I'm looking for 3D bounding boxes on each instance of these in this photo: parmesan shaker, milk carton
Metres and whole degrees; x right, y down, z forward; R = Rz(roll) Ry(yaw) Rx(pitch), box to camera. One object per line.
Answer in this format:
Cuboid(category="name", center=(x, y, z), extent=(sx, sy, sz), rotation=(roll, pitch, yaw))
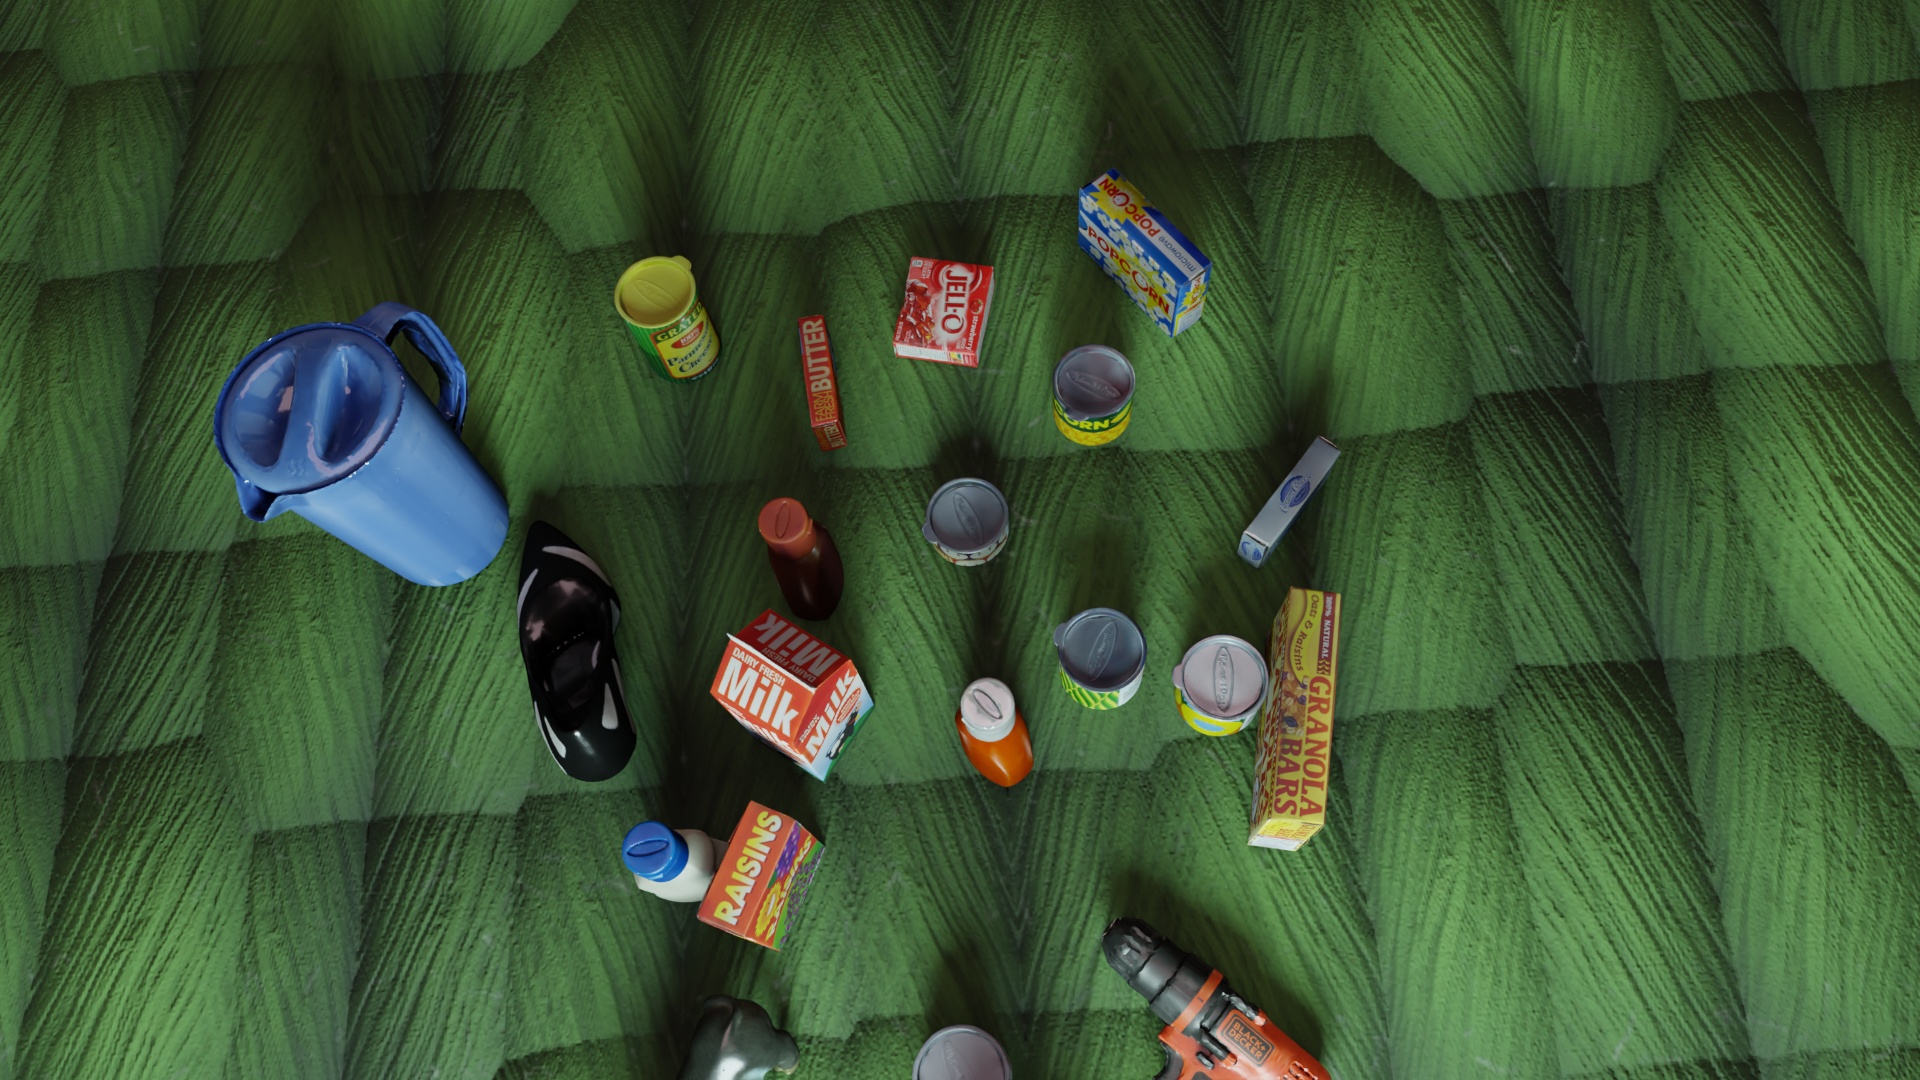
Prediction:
Cuboid(category="parmesan shaker", center=(-0.241, -0.185, 1.165), extent=(0.071, 0.102, 0.071), rotation=(-1, 69, 4))
Cuboid(category="milk carton", center=(-0.120, 0.110, 0.997), extent=(0.072, 0.190, 0.073), rotation=(30, 74, 14))

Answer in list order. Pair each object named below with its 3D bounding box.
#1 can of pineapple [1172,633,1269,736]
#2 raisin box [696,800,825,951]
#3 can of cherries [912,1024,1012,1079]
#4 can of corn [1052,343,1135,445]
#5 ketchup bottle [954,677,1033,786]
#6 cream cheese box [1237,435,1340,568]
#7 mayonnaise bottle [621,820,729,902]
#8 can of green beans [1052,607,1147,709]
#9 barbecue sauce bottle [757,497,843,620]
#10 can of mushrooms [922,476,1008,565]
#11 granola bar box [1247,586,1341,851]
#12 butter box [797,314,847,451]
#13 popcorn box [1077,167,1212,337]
Cuboid(category="can of pineapple", center=(0.194, 0.109, 1.046), extent=(0.071, 0.057, 0.071), rotation=(-1, 69, 4))
Cuboid(category="raisin box", center=(-0.139, 0.239, 0.984), extent=(0.040, 0.123, 0.086), rotation=(20, 72, 11))
Cuboid(category="can of cherries", center=(0.000, 0.371, 0.959), extent=(0.071, 0.058, 0.072), rotation=(-1, 69, 4))
Cuboid(category="can of corn", center=(0.107, -0.116, 1.138), extent=(0.071, 0.058, 0.071), rotation=(-1, 69, 4))
Cuboid(category="ketchup bottle", center=(0.022, 0.135, 0.999), extent=(0.043, 0.148, 0.065), rotation=(-40, 72, -10))
Cuboid(category="cream cheese box", center=(0.259, -0.029, 1.097), extent=(0.024, 0.053, 0.104), rotation=(36, 75, 15))
Cuboid(category="mayonnaise bottle", center=(-0.200, 0.227, 0.980), extent=(0.065, 0.147, 0.041), rotation=(-13, 69, -1))
Cuboid(category="can of green beans", center=(0.107, 0.091, 1.059), extent=(0.071, 0.057, 0.071), rotation=(-1, 69, 4))
Cuboid(category="barbecue sauce bottle", center=(-0.121, 0.011, 1.057), extent=(0.044, 0.148, 0.065), rotation=(5, 70, 6))
Cuboid(category="can of mushrooms", center=(0.004, -0.014, 1.120), extent=(0.071, 0.033, 0.071), rotation=(-1, 69, 4))
Cuboid(category="granola bar box", center=(0.240, 0.131, 0.999), extent=(0.039, 0.123, 0.166), rotation=(7, 70, 7))
Cuboid(category="butter box", center=(-0.116, -0.132, 1.163), extent=(0.024, 0.053, 0.104), rotation=(-10, 69, 0))
Cuboid(category="popcorn box", center=(0.153, -0.241, 1.169), extent=(0.038, 0.085, 0.127), rotation=(-37, 71, -10))
